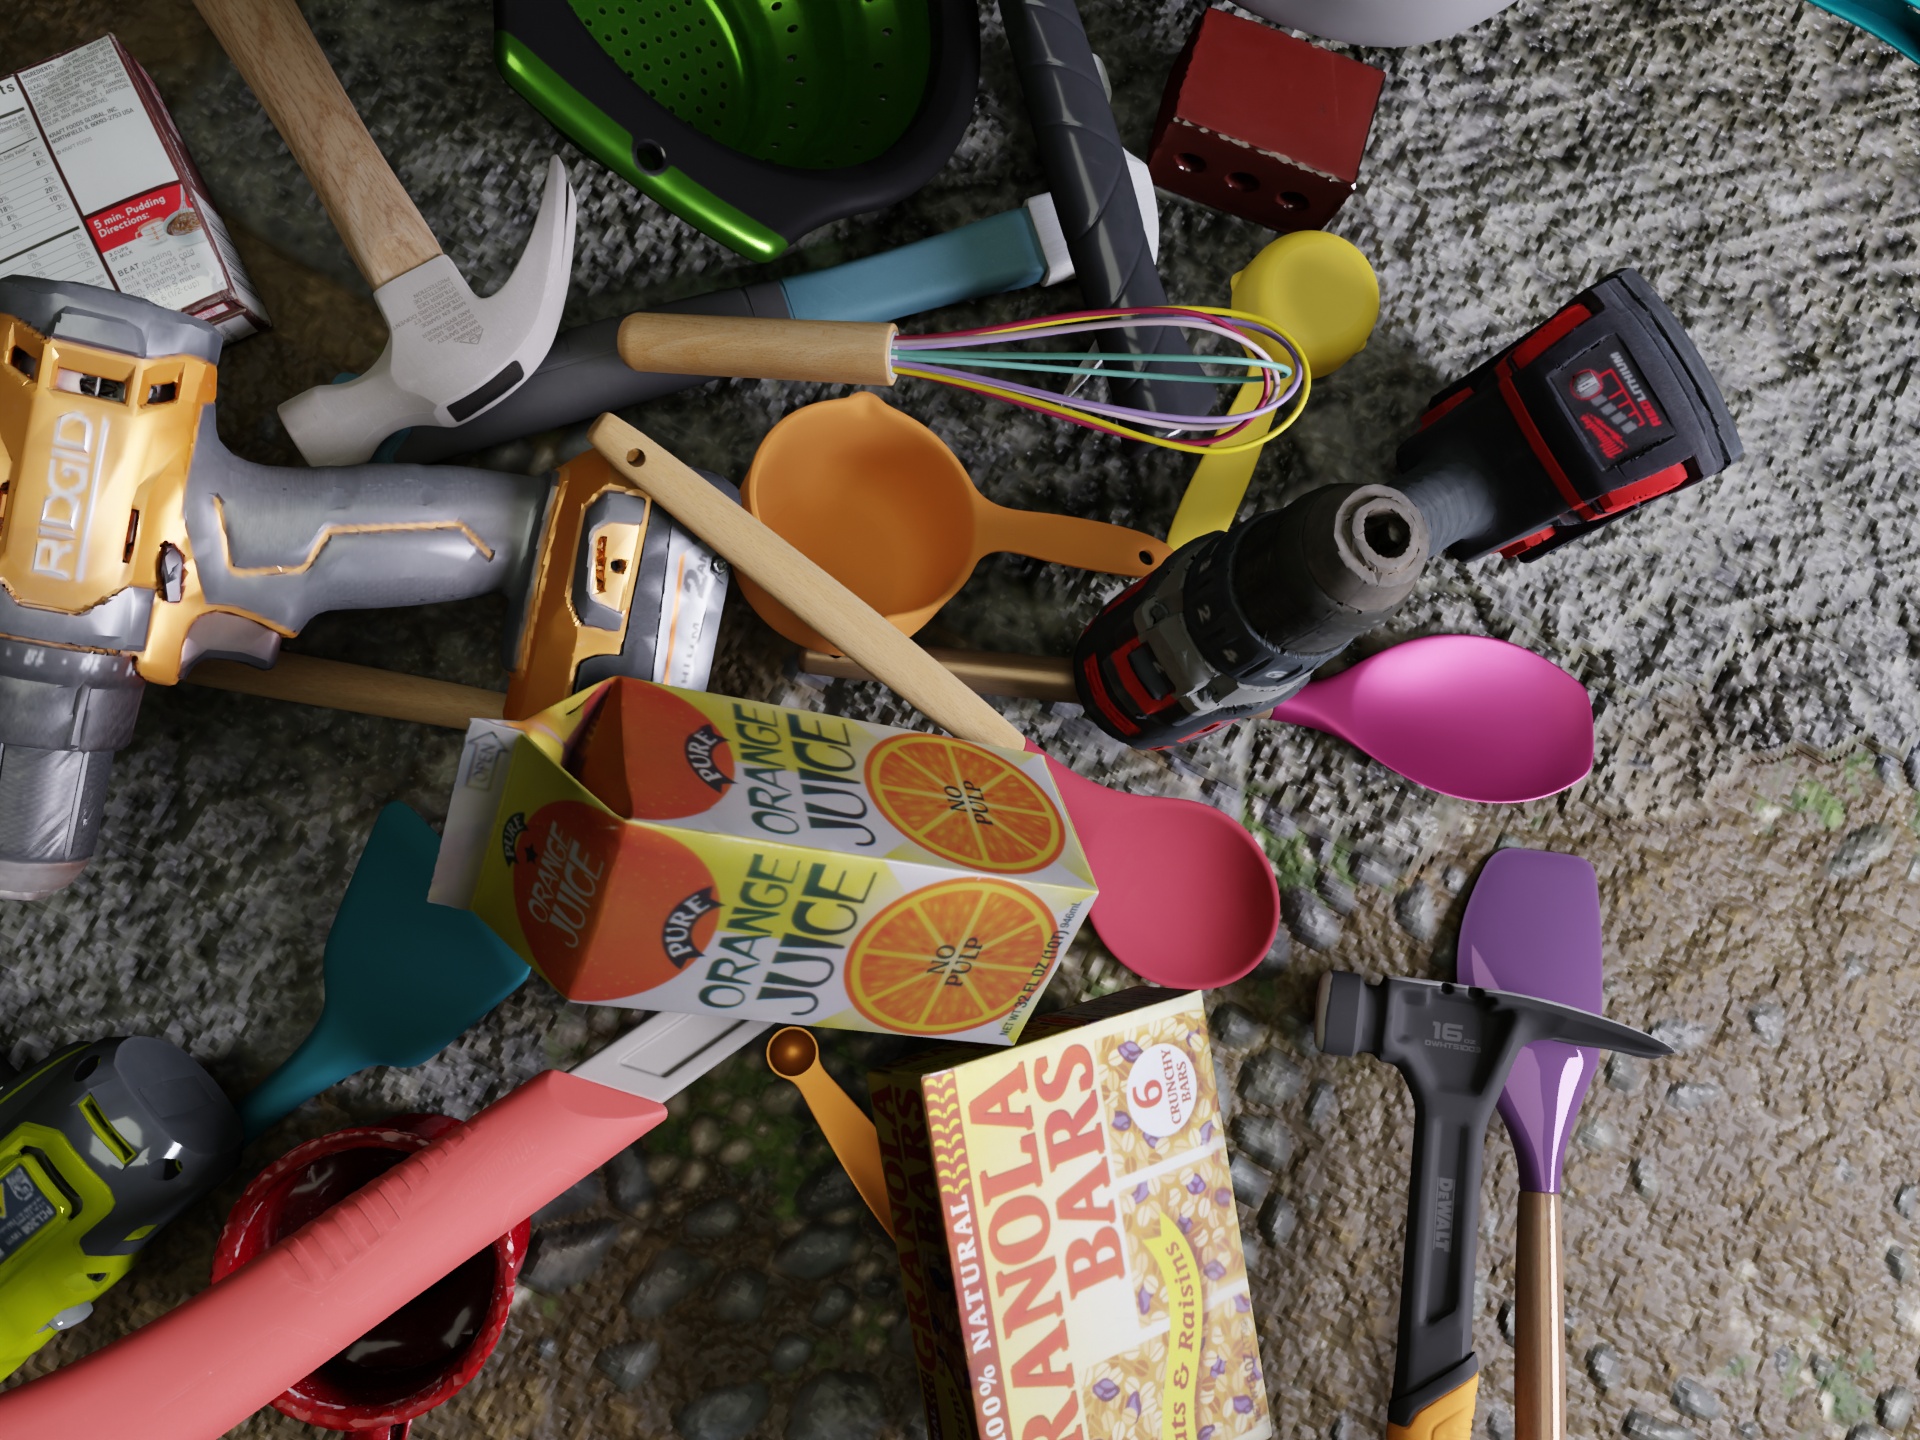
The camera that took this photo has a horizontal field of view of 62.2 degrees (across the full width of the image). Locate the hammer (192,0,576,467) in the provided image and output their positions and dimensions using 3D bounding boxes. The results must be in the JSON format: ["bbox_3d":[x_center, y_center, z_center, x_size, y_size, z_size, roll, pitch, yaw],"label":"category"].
[{"bbox_3d":[-0.253,-0.253,0.582,0.130,0.031,0.331,-31,82,-8],"label":"hammer"}]

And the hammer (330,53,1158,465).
[{"bbox_3d":[-0.080,-0.153,0.609,0.331,0.033,0.128,-18,86,-8],"label":"hammer"}]

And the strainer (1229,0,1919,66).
[{"bbox_3d":[0.190,-0.278,0.566,0.340,0.211,0.095,26,93,0],"label":"strainer"}]

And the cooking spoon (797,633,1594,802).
[{"bbox_3d":[0.096,-0.011,0.622,0.319,0.017,0.069,6,75,-6],"label":"cooking spoon"}]

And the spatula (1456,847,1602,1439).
[{"bbox_3d":[0.216,0.204,0.598,0.059,0.018,0.316,6,75,-4],"label":"spatula"}]

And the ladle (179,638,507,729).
[{"bbox_3d":[-0.291,-0.028,0.563,0.320,0.062,0.078,10,72,-8],"label":"ladle"}]

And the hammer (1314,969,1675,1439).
[{"bbox_3d":[0.173,0.263,0.560,0.127,0.034,0.337,7,76,11],"label":"hammer"}]

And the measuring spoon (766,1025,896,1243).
[{"bbox_3d":[-0.035,0.163,0.597,0.021,0.011,0.117,-36,93,-9],"label":"measuring spoon"}]

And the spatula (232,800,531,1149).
[{"bbox_3d":[-0.284,0.163,0.550,0.317,0.044,0.082,-42,77,-7],"label":"spatula"}]

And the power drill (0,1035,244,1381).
[{"bbox_3d":[-0.374,0.122,0.514,0.190,0.080,0.228,-40,85,-3],"label":"power drill"}]

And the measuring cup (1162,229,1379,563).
[{"bbox_3d":[0.119,-0.124,0.629,0.062,0.029,0.156,26,81,-3],"label":"measuring cup"}]

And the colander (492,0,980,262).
[{"bbox_3d":[-0.079,-0.332,0.601,0.204,0.094,0.397,31,61,-31],"label":"colander"}]

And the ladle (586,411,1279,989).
[{"bbox_3d":[-0.001,-0.002,0.554,0.315,0.031,0.069,39,91,-25],"label":"ladle"}]

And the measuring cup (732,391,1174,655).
[{"bbox_3d":[-0.003,-0.063,0.602,0.173,0.052,0.095,7,67,-23],"label":"measuring cup"}]

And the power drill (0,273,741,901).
[{"bbox_3d":[-0.200,-0.024,0.513,0.226,0.084,0.185,11,93,-24],"label":"power drill"}]

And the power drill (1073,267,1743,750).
[{"bbox_3d":[0.156,-0.070,0.544,0.226,0.188,0.080,-29,88,-19],"label":"power drill"}]

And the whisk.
[{"bbox_3d":[-0.003,-0.123,0.554,0.245,0.051,0.047,5,107,10],"label":"whisk"}]

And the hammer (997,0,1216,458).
[{"bbox_3d":[0.017,-0.295,0.582,0.149,0.036,0.409,-17,90,-38],"label":"hammer"}]

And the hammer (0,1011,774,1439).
[{"bbox_3d":[-0.135,0.145,0.493,0.359,0.036,0.149,-32,89,-36],"label":"hammer"}]
